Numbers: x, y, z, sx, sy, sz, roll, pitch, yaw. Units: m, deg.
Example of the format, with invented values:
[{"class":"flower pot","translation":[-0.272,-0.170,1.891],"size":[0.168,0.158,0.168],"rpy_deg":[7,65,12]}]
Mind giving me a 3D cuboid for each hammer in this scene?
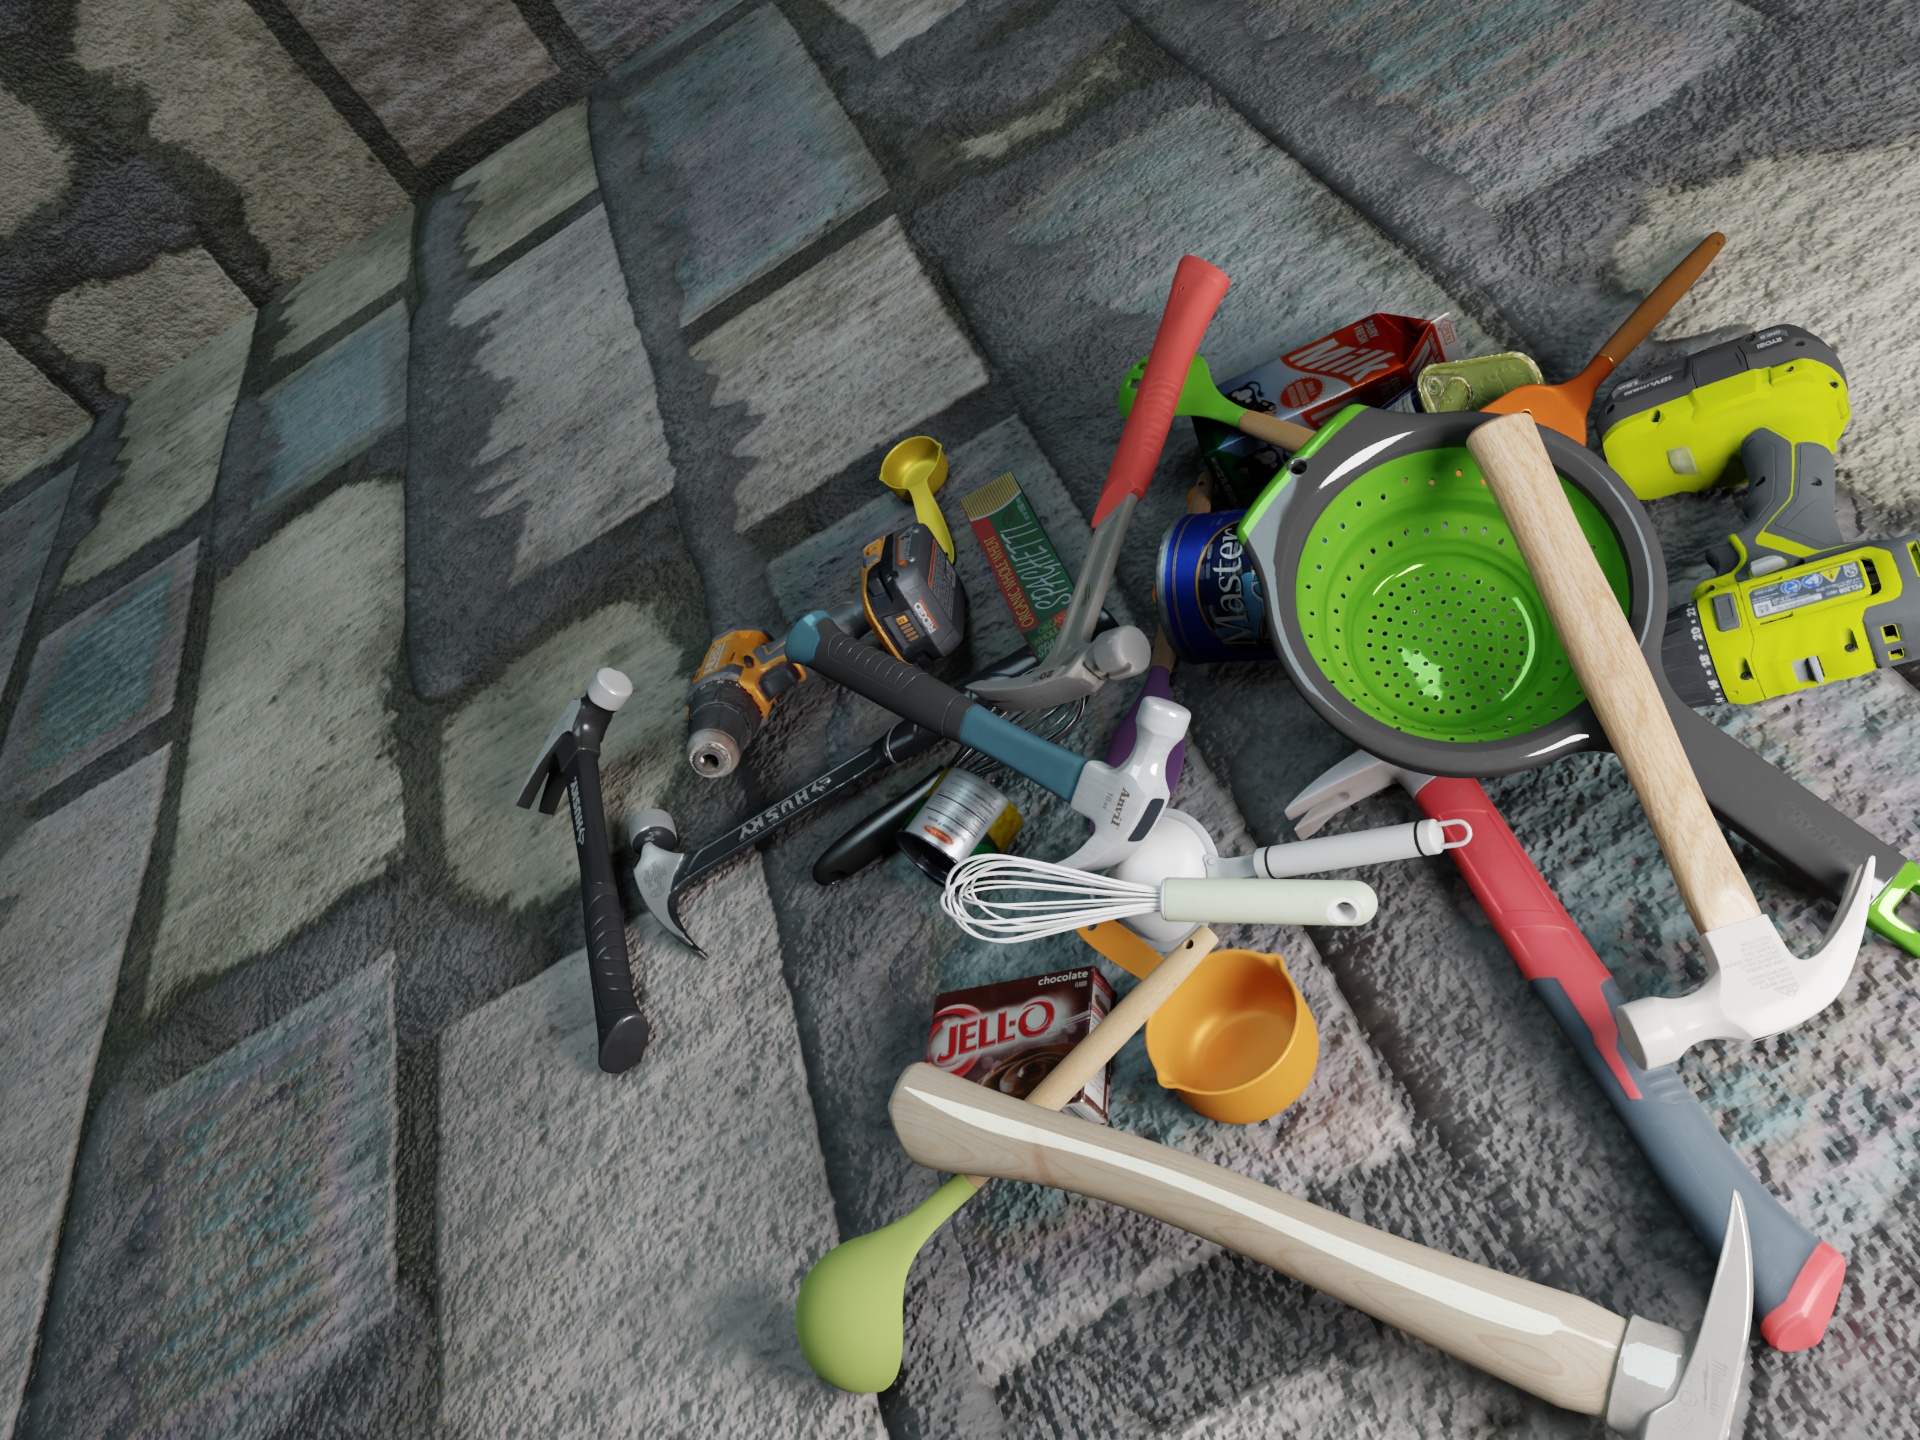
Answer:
[{"class":"hammer","translation":[0.111,-0.170,1.084],"size":[0.149,0.036,0.359],"rpy_deg":[-14,49,51]},{"class":"hammer","translation":[-0.002,-0.003,1.021],"size":[0.331,0.033,0.128],"rpy_deg":[27,105,41]},{"class":"hammer","translation":[-0.280,0.121,1.210],"size":[0.146,0.035,0.335],"rpy_deg":[-48,41,28]},{"class":"hammer","translation":[-0.063,0.030,1.168],"size":[0.409,0.036,0.149],"rpy_deg":[-31,42,6]},{"class":"hammer","translation":[0.145,0.229,0.750],"size":[0.411,0.038,0.146],"rpy_deg":[13,78,31]},{"class":"hammer","translation":[0.329,-0.008,0.778],"size":[0.130,0.031,0.332],"rpy_deg":[-19,69,6]},{"class":"hammer","translation":[0.297,0.141,0.807],"size":[0.143,0.038,0.387],"rpy_deg":[-30,41,10]}]

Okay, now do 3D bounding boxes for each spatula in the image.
[{"class":"spatula","translation":[0.423,-0.239,1.039],"size":[0.323,0.081,0.041],"rpy_deg":[-42,-2,-30]},{"class":"spatula","translation":[0.147,-0.055,1.110],"size":[0.060,0.018,0.316],"rpy_deg":[-4,52,31]}]

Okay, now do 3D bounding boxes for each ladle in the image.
[{"class":"ladle","translation":[0.030,0.234,0.864],"size":[0.320,0.062,0.078],"rpy_deg":[-45,42,-2]}]

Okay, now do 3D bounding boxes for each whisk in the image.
[{"class":"whisk","translation":[-0.009,0.040,1.110],"size":[0.239,0.055,0.055],"rpy_deg":[-38,40,6]},{"class":"whisk","translation":[0.108,0.100,0.896],"size":[0.246,0.057,0.059],"rpy_deg":[0,24,15]}]

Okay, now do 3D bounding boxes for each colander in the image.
[{"class":"colander","translation":[0.329,-0.008,0.846],"size":[0.397,0.094,0.204],"rpy_deg":[41,84,20]}]

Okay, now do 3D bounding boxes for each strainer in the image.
[{"class":"strainer","translation":[0.168,0.082,0.915],"size":[0.258,0.050,0.087],"rpy_deg":[-14,74,37]}]

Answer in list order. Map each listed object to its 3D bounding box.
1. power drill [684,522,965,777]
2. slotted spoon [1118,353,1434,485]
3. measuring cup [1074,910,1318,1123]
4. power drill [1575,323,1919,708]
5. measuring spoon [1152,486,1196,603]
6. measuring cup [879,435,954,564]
[{"class":"power drill","translation":[-0.112,-0.047,1.213],"size":[0.226,0.084,0.185],"rpy_deg":[-26,24,15]},{"class":"slotted spoon","translation":[0.215,-0.199,1.086],"size":[0.070,0.031,0.314],"rpy_deg":[-47,45,-8]},{"class":"measuring cup","translation":[0.127,0.160,0.898],"size":[0.095,0.052,0.174],"rpy_deg":[-45,39,-10]},{"class":"power drill","translation":[0.438,-0.107,0.913],"size":[0.190,0.080,0.229],"rpy_deg":[-18,46,29]},{"class":"measuring spoon","translation":[0.162,-0.132,1.178],"size":[0.021,0.011,0.117],"rpy_deg":[0,52,35]},{"class":"measuring cup","translation":[-0.025,-0.179,1.353],"size":[0.062,0.029,0.157],"rpy_deg":[-27,53,11]}]
